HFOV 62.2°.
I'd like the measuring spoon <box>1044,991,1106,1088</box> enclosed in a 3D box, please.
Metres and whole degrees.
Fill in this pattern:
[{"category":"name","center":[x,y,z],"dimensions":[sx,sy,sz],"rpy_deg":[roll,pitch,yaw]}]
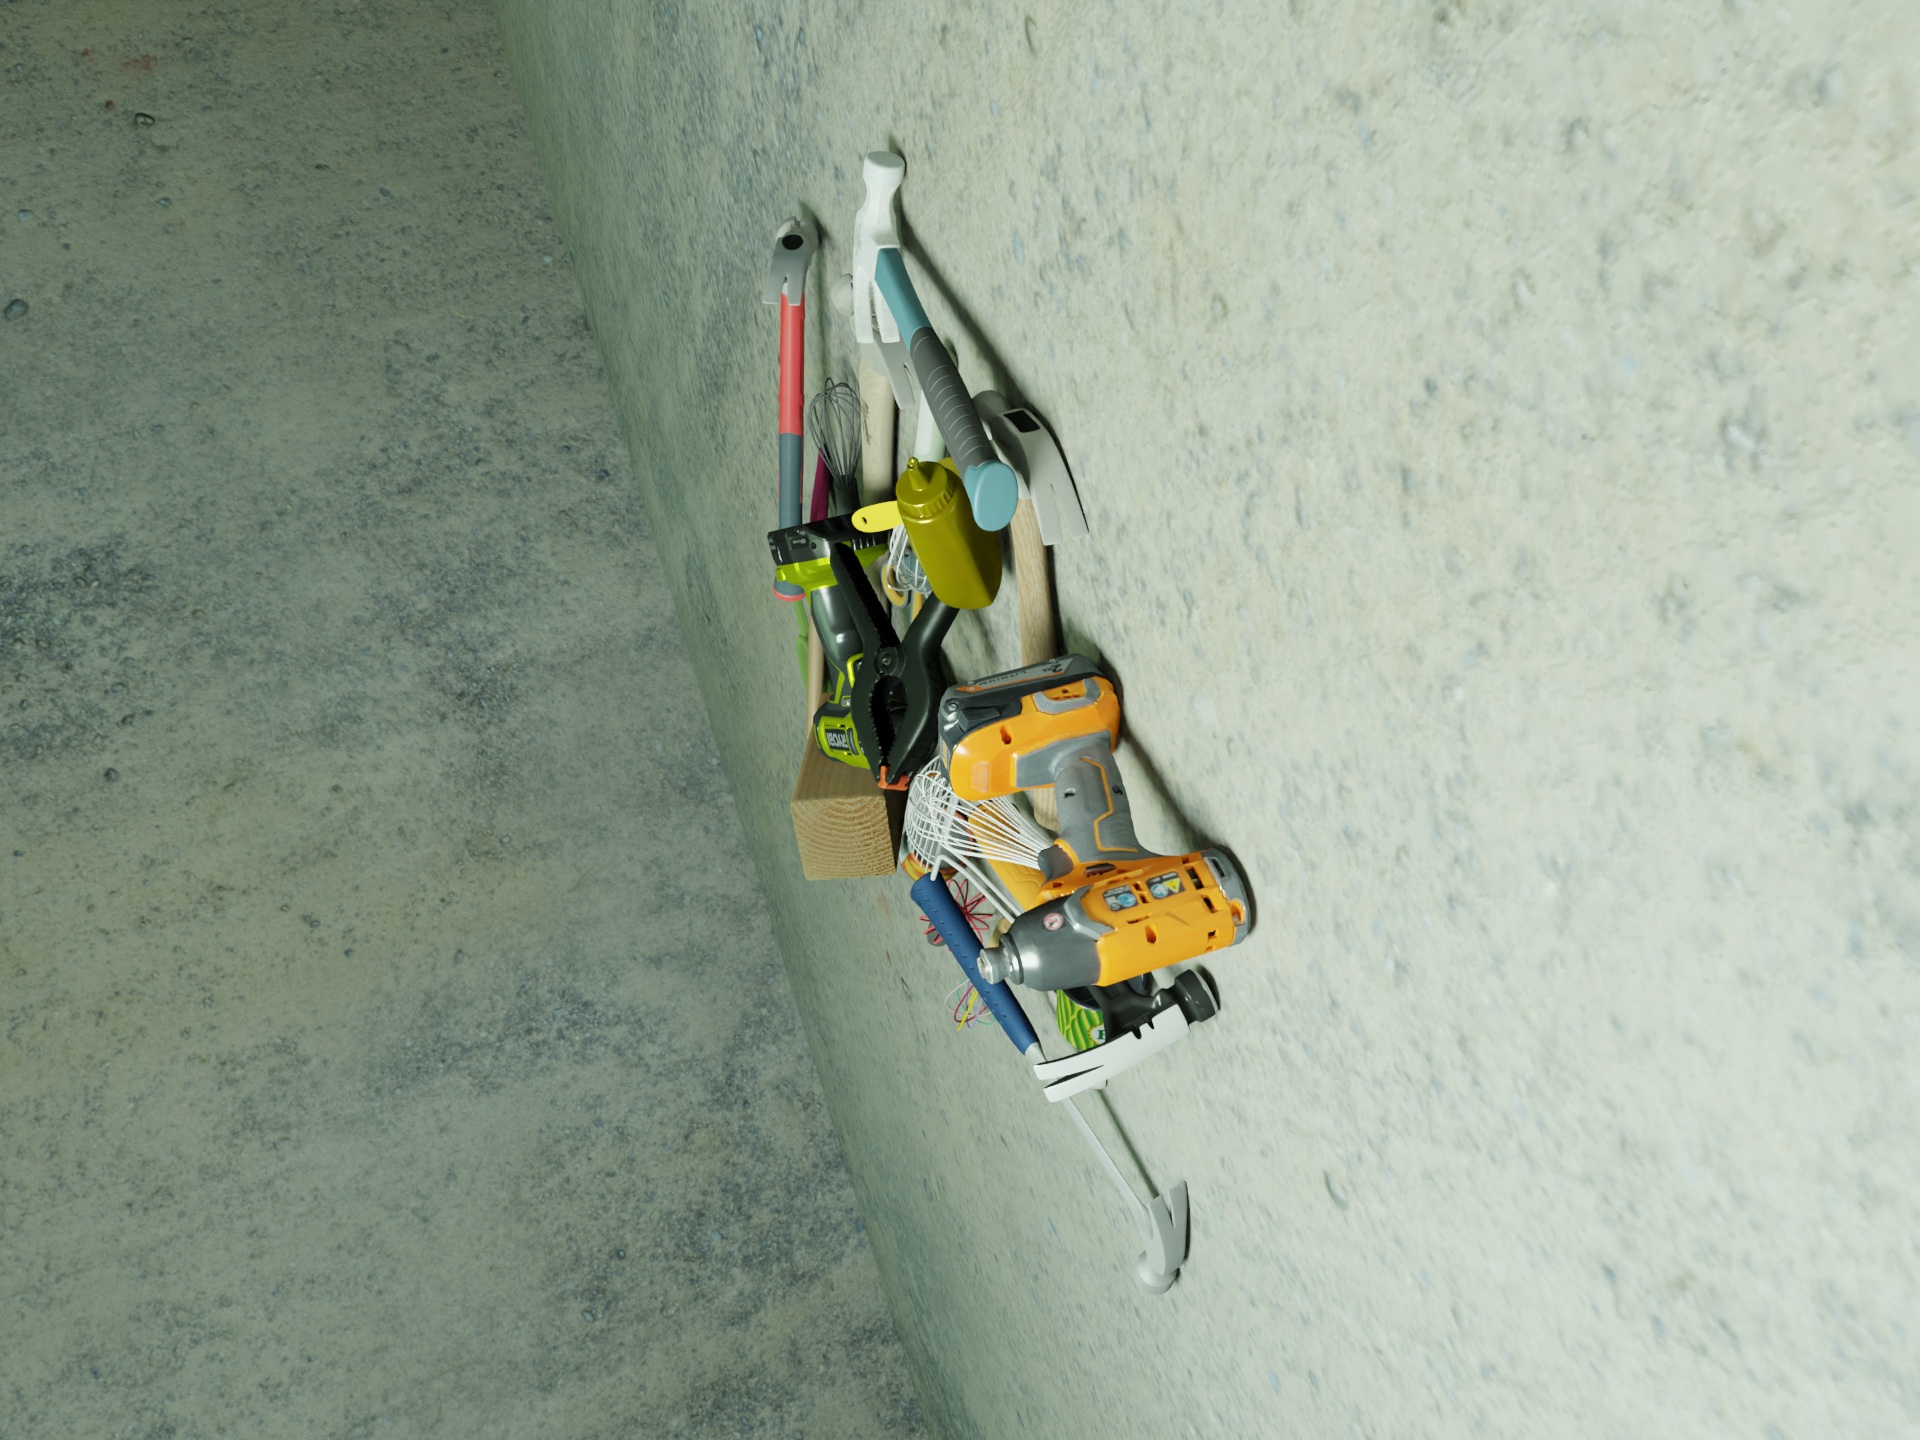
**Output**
[{"category":"measuring spoon","center":[0.092,0.272,1.379],"dimensions":[0.124,0.018,0.034],"rpy_deg":[-124,23,-47]}]

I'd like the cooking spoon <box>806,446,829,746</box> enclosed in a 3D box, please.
[{"category":"cooking spoon","center":[-0.147,-0.127,1.647],"dimensions":[0.069,0.017,0.319],"rpy_deg":[168,104,-76]}]

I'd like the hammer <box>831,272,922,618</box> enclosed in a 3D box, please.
[{"category":"hammer","center":[-0.072,-0.198,1.431],"dimensions":[0.410,0.038,0.146],"rpy_deg":[96,152,-56]}]

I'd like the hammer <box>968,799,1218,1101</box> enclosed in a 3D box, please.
[{"category":"hammer","center":[0.063,0.148,1.177],"dimensions":[0.034,0.127,0.337],"rpy_deg":[65,174,-28]}]

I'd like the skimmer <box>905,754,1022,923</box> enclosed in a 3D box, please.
[{"category":"skimmer","center":[0.059,0.148,1.337],"dimensions":[0.364,0.090,0.127],"rpy_deg":[44,128,42]}]

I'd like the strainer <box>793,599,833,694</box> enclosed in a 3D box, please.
[{"category":"strainer","center":[-0.137,-0.080,1.724],"dimensions":[0.151,0.069,0.256],"rpy_deg":[-153,48,-73]}]

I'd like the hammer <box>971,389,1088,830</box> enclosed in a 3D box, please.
[{"category":"hammer","center":[0.056,-0.060,1.130],"dimensions":[0.130,0.031,0.331],"rpy_deg":[-127,25,-53]}]

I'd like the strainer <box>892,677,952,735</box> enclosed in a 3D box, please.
[{"category":"strainer","center":[-0.002,-0.004,1.383],"dimensions":[0.259,0.050,0.086],"rpy_deg":[-150,51,-61]}]

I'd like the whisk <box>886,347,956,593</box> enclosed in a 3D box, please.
[{"category":"whisk","center":[-0.027,-0.192,1.259],"dimensions":[0.058,0.059,0.246],"rpy_deg":[50,150,30]}]

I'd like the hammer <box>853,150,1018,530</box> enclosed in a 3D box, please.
[{"category":"hammer","center":[-0.023,-0.255,1.104],"dimensions":[0.128,0.033,0.331],"rpy_deg":[103,154,-46]}]

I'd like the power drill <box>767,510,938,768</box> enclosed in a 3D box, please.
[{"category":"power drill","center":[-0.090,-0.066,1.401],"dimensions":[0.191,0.080,0.228],"rpy_deg":[4,109,65]}]

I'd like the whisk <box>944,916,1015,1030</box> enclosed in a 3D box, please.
[{"category":"whisk","center":[0.025,0.251,1.555],"dimensions":[0.051,0.047,0.244],"rpy_deg":[49,153,18]}]

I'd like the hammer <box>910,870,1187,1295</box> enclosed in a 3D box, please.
[{"category":"hammer","center":[0.069,0.286,1.355],"dimensions":[0.406,0.035,0.144],"rpy_deg":[54,156,32]}]

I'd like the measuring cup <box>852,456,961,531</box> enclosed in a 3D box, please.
[{"category":"measuring cup","center":[-0.033,-0.169,1.238],"dimensions":[0.156,0.029,0.062],"rpy_deg":[-3,118,53]}]

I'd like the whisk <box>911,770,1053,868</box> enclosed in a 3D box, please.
[{"category":"whisk","center":[0.053,0.095,1.177],"dimensions":[0.285,0.070,0.070],"rpy_deg":[24,131,50]}]

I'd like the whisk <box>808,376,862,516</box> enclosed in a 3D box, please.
[{"category":"whisk","center":[-0.111,-0.229,1.523],"dimensions":[0.238,0.055,0.055],"rpy_deg":[85,161,-52]}]

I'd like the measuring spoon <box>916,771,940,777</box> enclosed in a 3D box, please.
[{"category":"measuring spoon","center":[-0.005,0.039,1.306],"dimensions":[0.021,0.117,0.011],"rpy_deg":[-11,84,55]}]

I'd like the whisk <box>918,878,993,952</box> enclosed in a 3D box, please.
[{"category":"whisk","center":[-0.013,0.206,1.612],"dimensions":[0.295,0.073,0.073],"rpy_deg":[115,136,-77]}]

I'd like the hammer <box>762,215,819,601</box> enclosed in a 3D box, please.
[{"category":"hammer","center":[-0.161,-0.264,1.502],"dimensions":[0.143,0.038,0.386],"rpy_deg":[-88,3,-49]}]

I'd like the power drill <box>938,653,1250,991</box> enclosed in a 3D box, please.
[{"category":"power drill","center":[0.060,0.069,1.002],"dimensions":[0.084,0.164,0.227],"rpy_deg":[89,160,-47]}]
